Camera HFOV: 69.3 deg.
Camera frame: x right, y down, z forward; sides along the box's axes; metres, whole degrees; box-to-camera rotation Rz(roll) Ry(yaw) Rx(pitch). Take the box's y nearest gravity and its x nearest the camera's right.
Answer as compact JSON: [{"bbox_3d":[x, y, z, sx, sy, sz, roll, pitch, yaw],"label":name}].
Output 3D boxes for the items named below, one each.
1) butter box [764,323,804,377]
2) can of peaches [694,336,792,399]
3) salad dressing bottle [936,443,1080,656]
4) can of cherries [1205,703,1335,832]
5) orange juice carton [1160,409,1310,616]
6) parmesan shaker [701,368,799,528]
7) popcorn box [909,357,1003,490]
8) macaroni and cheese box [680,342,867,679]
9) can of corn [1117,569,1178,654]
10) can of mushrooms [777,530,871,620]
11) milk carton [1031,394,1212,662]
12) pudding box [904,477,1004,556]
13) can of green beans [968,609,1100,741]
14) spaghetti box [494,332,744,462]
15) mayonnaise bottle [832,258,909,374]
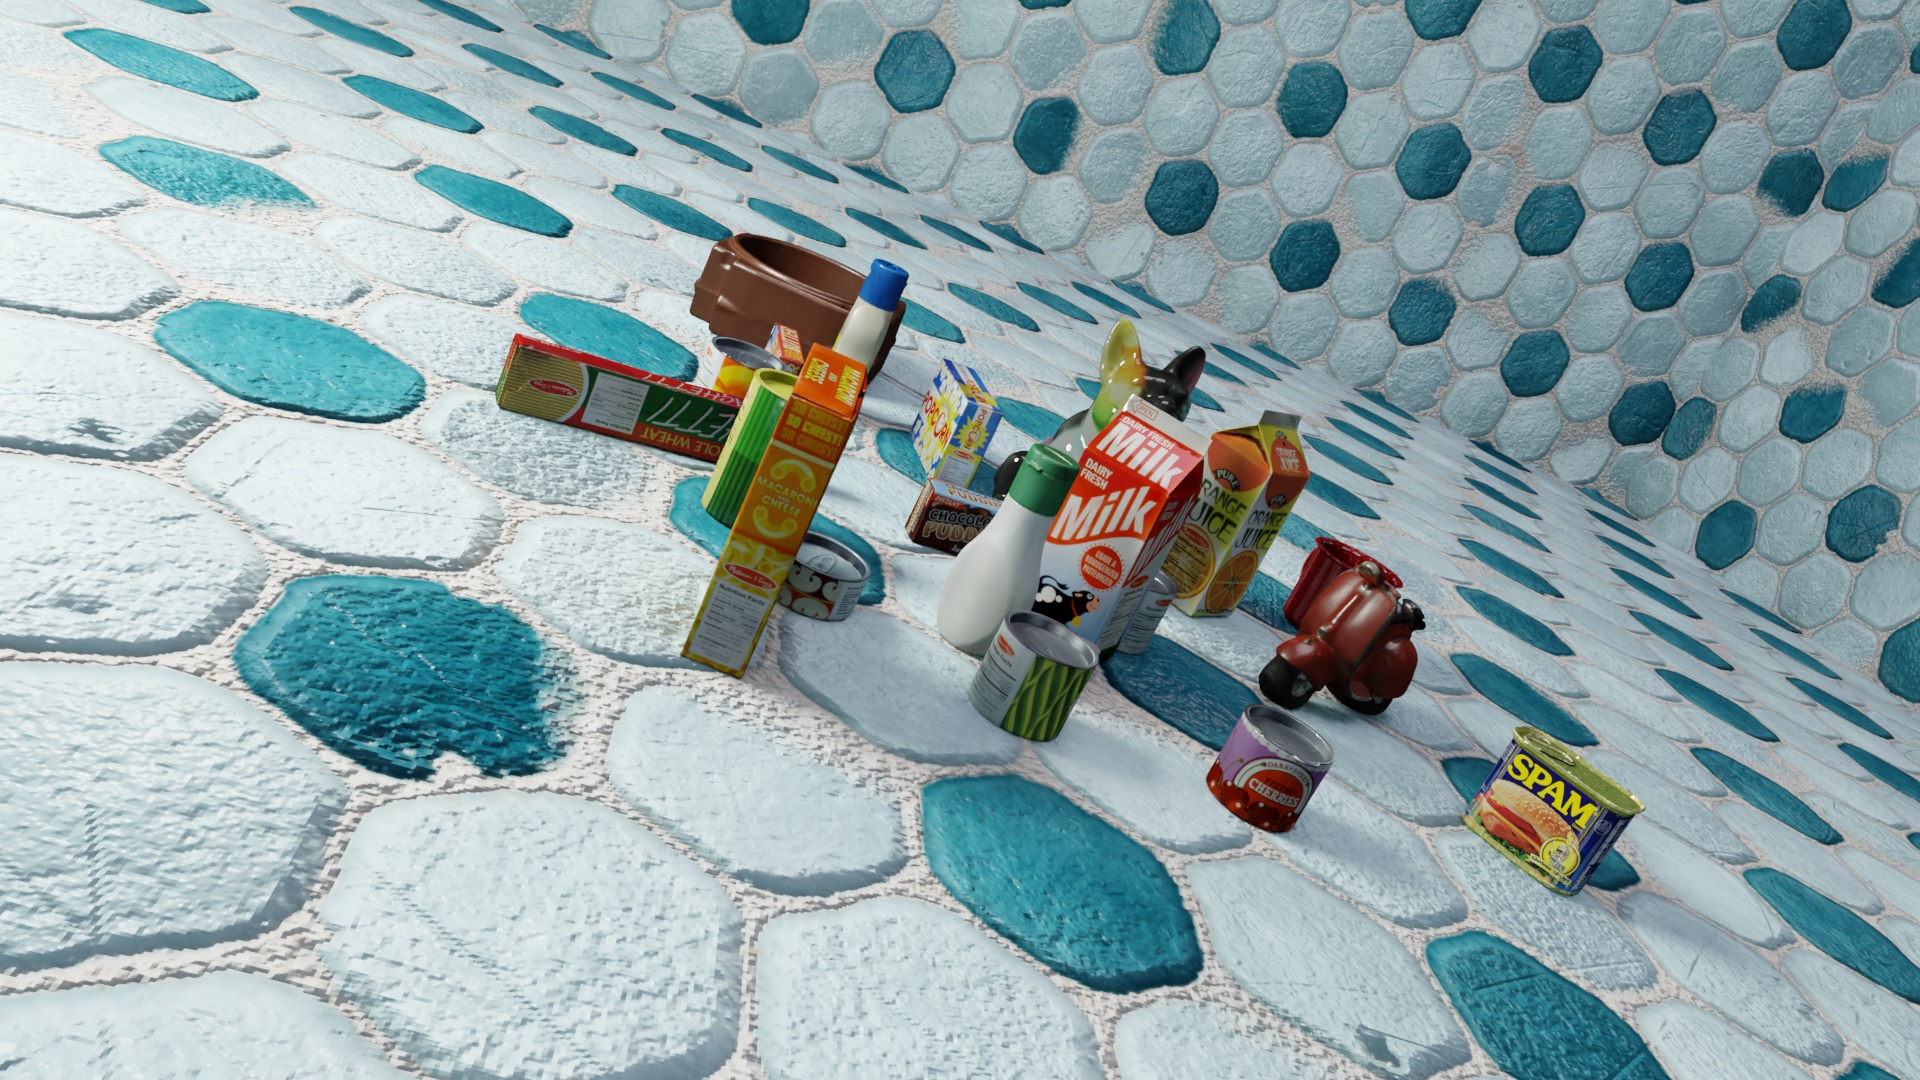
[{"bbox_3d":[-0.166,-0.158,1.269,0.024,0.053,0.104,20,20,-19],"label":"butter box"},{"bbox_3d":[-0.185,-0.130,1.161,0.071,0.058,0.071,23,19,-8],"label":"can of peaches"},{"bbox_3d":[0.034,0.006,0.941,0.064,0.147,0.044,38,22,33],"label":"salad dressing bottle"},{"bbox_3d":[0.204,0.151,0.915,0.071,0.058,0.072,23,19,-8],"label":"can of cherries"},{"bbox_3d":[0.242,-0.030,1.237,0.072,0.192,0.073,4,28,-49],"label":"orange juice carton"},{"bbox_3d":[-0.131,-0.061,0.976,0.071,0.102,0.071,23,18,-8],"label":"parmesan shaker"},{"bbox_3d":[-0.006,-0.109,1.294,0.038,0.085,0.127,19,20,-20],"label":"popcorn box"},{"bbox_3d":[-0.104,-0.021,0.805,0.040,0.166,0.124,23,18,-8],"label":"macaroni and cheese box"},{"bbox_3d":[0.127,0.047,1.094,0.071,0.058,0.071,23,19,-8],"label":"can of corn"},{"bbox_3d":[-0.097,0.021,0.911,0.071,0.033,0.071,23,19,-8],"label":"can of mushrooms"},{"bbox_3d":[0.110,-0.006,1.005,0.072,0.190,0.073,33,20,22],"label":"milk carton"},{"bbox_3d":[0.004,-0.014,1.109,0.084,0.049,0.030,18,20,-22],"label":"pudding box"},{"bbox_3d":[0.046,0.086,0.885,0.071,0.057,0.071,23,19,-8],"label":"can of green beans"},{"bbox_3d":[-0.216,-0.094,1.037,0.250,0.050,0.029,14,22,-31],"label":"spaghetti box"},{"bbox_3d":[-0.094,-0.189,1.297,0.041,0.147,0.065,24,18,-5],"label":"mayonnaise bottle"}]
